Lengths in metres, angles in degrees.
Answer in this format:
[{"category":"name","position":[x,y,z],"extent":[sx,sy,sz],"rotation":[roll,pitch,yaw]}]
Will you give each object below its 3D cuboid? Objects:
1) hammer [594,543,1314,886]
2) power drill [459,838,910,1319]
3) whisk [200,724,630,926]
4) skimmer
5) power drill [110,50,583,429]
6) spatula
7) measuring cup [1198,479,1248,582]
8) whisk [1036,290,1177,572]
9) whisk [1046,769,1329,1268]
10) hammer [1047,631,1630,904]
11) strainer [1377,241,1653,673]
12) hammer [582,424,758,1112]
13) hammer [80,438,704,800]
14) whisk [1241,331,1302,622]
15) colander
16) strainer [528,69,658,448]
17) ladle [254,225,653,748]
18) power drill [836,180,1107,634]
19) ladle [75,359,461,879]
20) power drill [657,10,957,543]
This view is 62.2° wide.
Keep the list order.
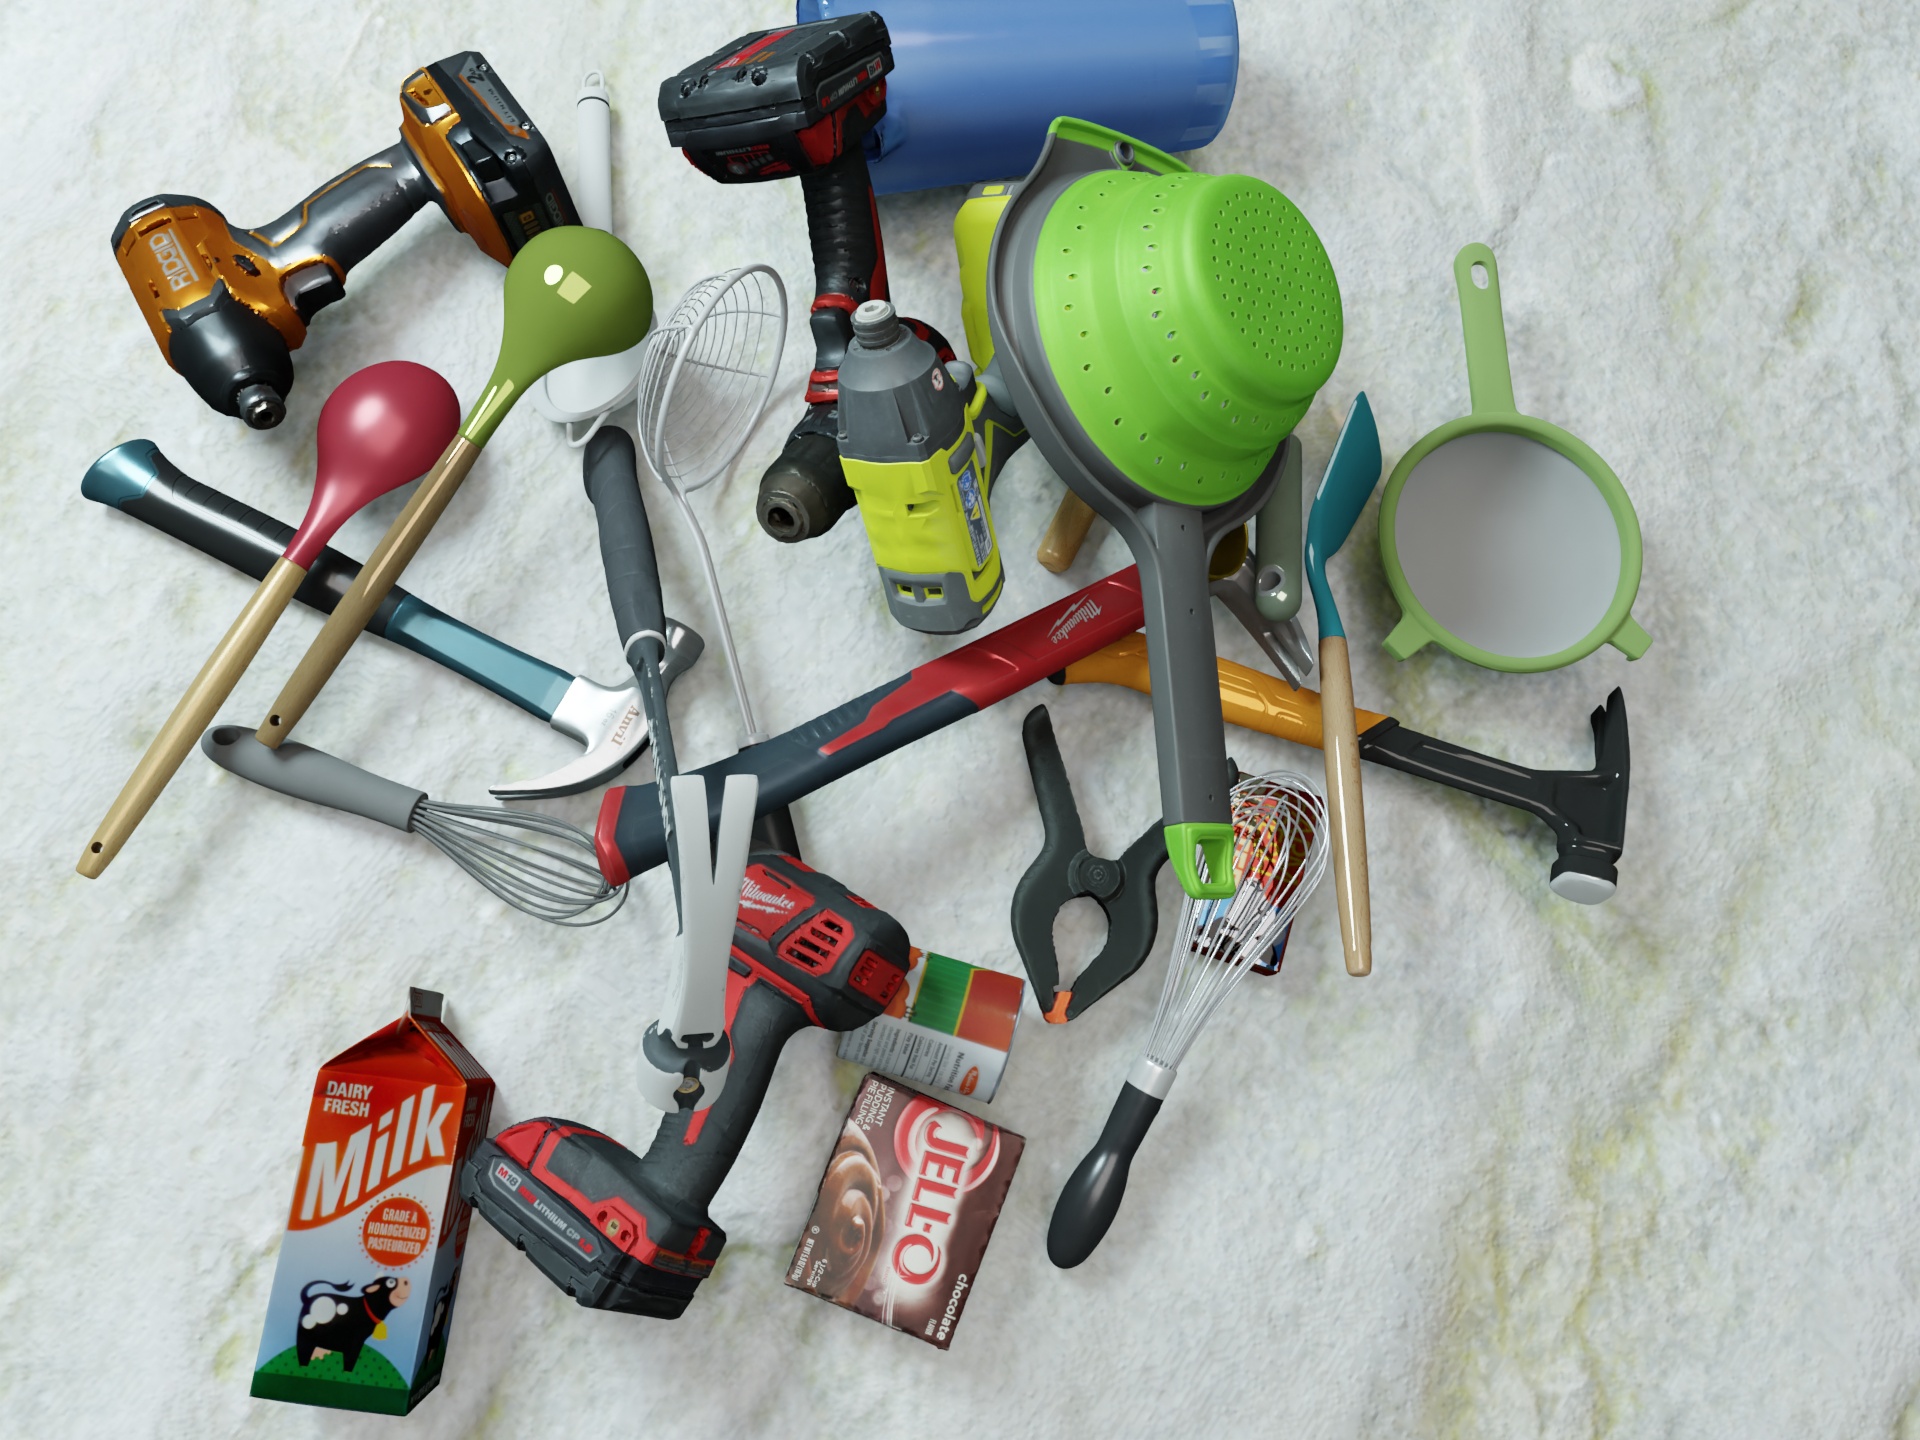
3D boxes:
[{"category":"hammer","position":[-0.001,-0.003,0.814],"extent":[0.386,0.038,0.143],"rotation":[-27,69,-21]},{"category":"power drill","position":[-0.134,0.162,0.774],"extent":[0.143,0.078,0.220],"rotation":[27,80,32]},{"category":"whisk","position":[-0.285,0.051,0.827],"extent":[0.239,0.055,0.055],"rotation":[20,77,3]},{"category":"skimmer","position":[-0.098,-0.055,0.844],"extent":[0.090,0.127,0.363],"rotation":[-15,87,11]},{"category":"power drill","position":[-0.323,-0.250,0.851],"extent":[0.226,0.084,0.164],"rotation":[-31,61,-10]},{"category":"spatula","position":[0.211,-0.021,0.847],"extent":[0.044,0.082,0.318],"rotation":[-7,66,20]},{"category":"measuring cup","position":[0.084,-0.122,0.817],"extent":[0.156,0.029,0.062],"rotation":[32,61,-24]},{"category":"whisk","position":[0.107,-0.194,0.921],"extent":[0.047,0.051,0.245],"rotation":[28,79,-5]},{"category":"whisk","position":[0.114,0.155,0.821],"extent":[0.070,0.070,0.284],"rotation":[26,90,0]},{"category":"hammer","position":[0.206,-0.005,0.886],"extent":[0.337,0.034,0.127],"rotation":[17,61,2]},{"category":"strainer","position":[0.299,-0.145,0.916],"extent":[0.151,0.069,0.256],"rotation":[-1,77,-6]},{"category":"hammer","position":[-0.145,-0.027,0.735],"extent":[0.036,0.149,0.409],"rotation":[0,38,-19]},{"category":"hammer","position":[-0.313,-0.063,0.854],"extent":[0.331,0.033,0.128],"rotation":[27,75,1]},{"category":"whisk","position":[0.179,-0.160,0.891],"extent":[0.058,0.059,0.247],"rotation":[-15,54,34]},{"category":"colander","position":[0.125,-0.116,0.761],"extent":[0.204,0.094,0.397],"rotation":[4,77,-39]},{"category":"strainer","position":[-0.205,-0.263,0.905],"extent":[0.087,0.050,0.259],"rotation":[-12,71,21]},{"category":"ladle","position":[-0.268,-0.121,0.831],"extent":[0.078,0.062,0.320],"rotation":[33,87,-2]},{"category":"power drill","position":[0.009,-0.177,0.814],"extent":[0.080,0.171,0.223],"rotation":[7,45,24]},{"category":"ladle","position":[-0.358,-0.059,0.818],"extent":[0.069,0.031,0.315],"rotation":[28,76,-1]},{"category":"power drill","position":[-0.073,-0.216,0.800],"extent":[0.080,0.226,0.188],"rotation":[1,36,24]}]
